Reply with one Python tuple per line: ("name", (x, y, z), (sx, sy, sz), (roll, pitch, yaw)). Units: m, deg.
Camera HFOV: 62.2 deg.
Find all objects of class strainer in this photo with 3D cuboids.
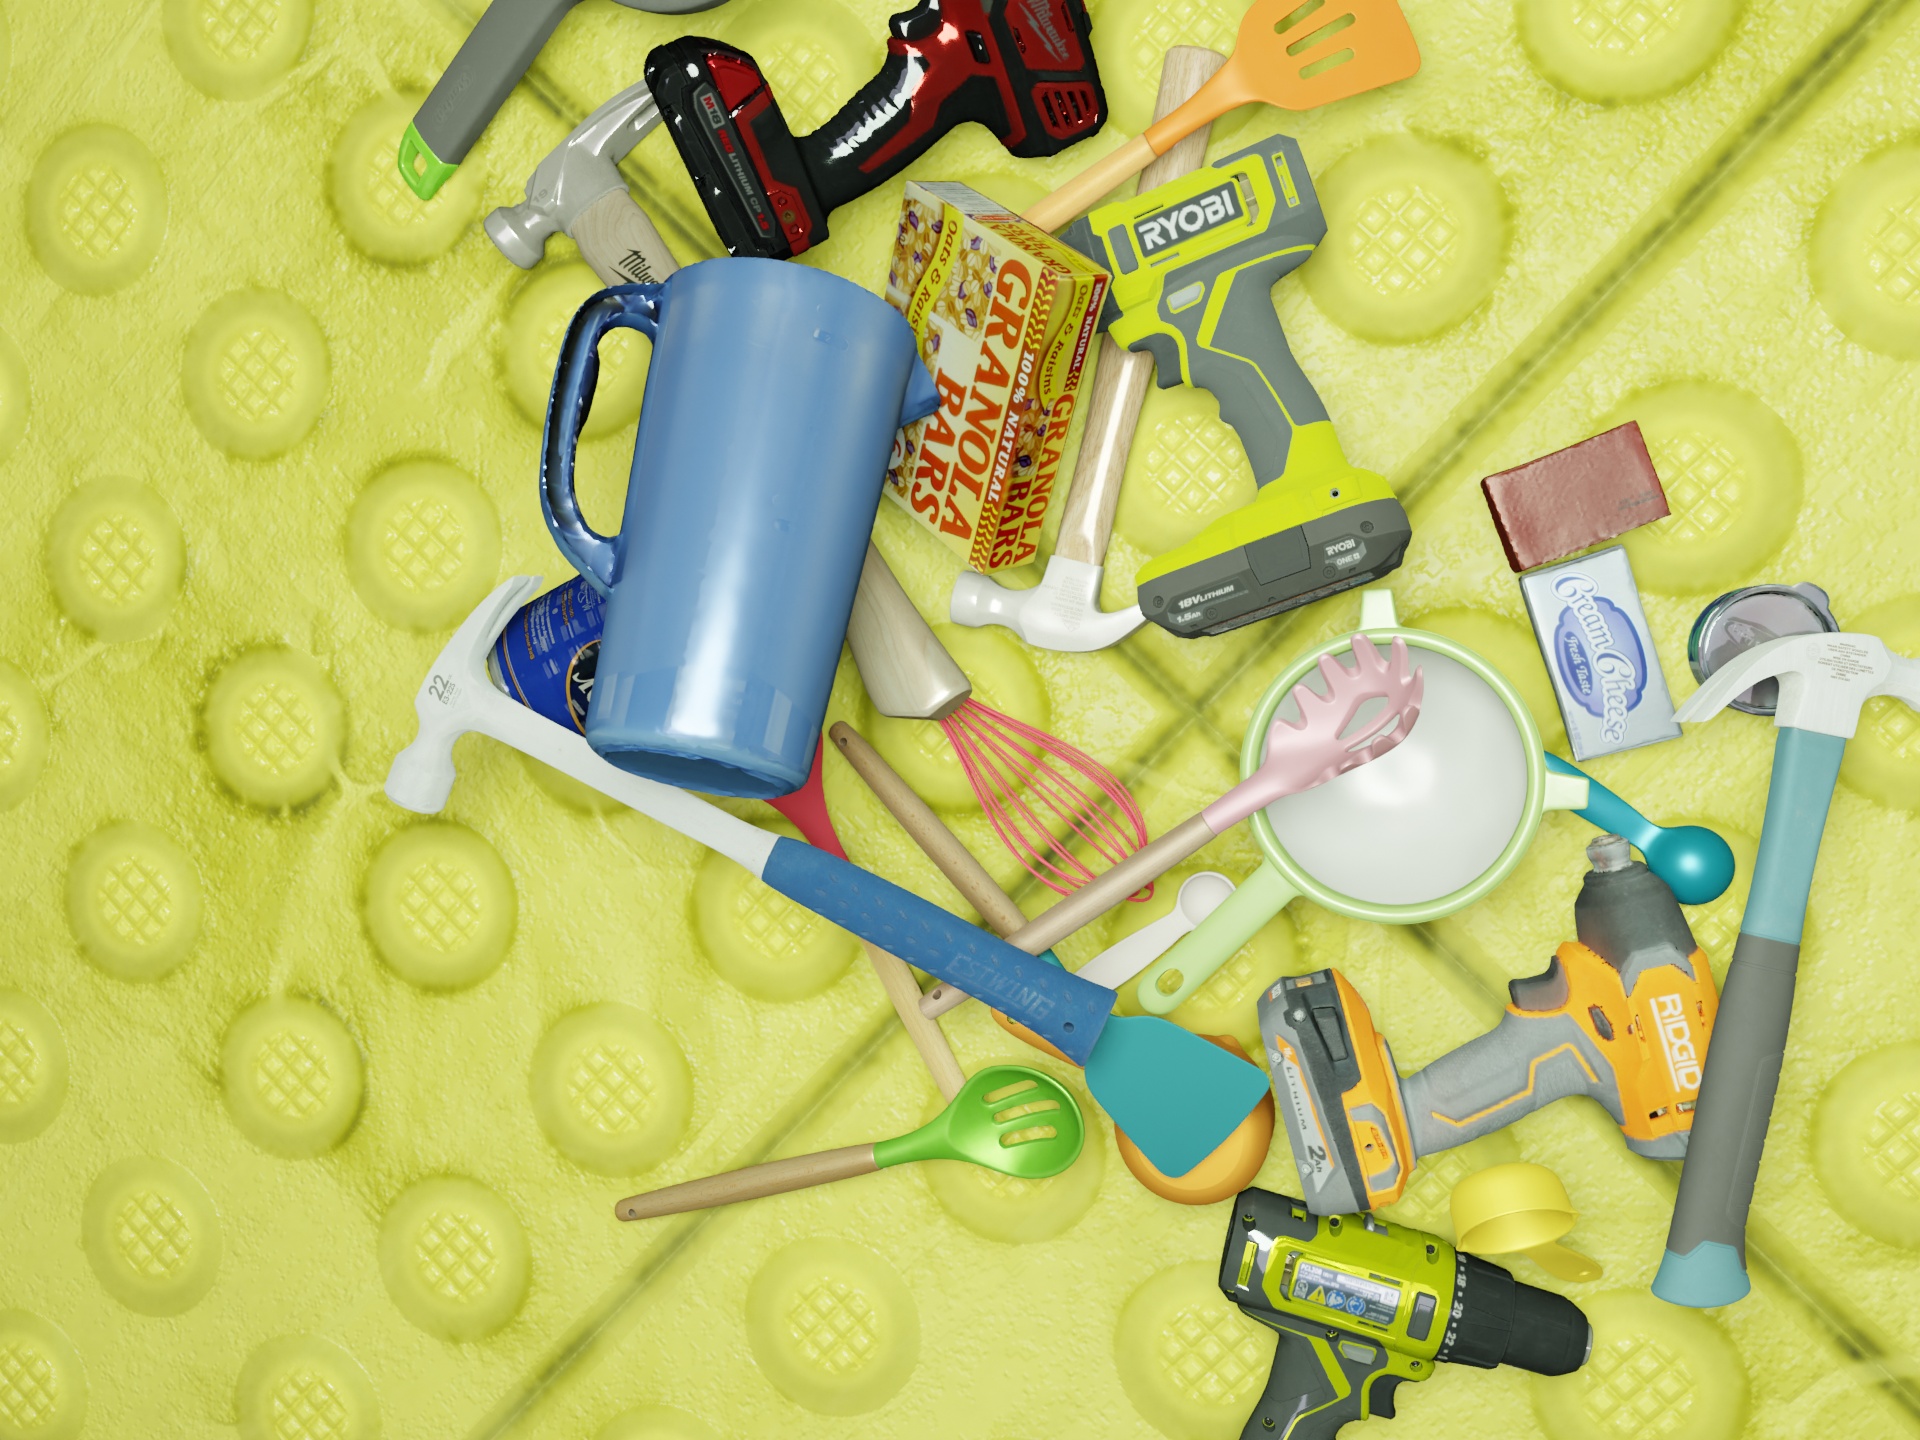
("strainer", (0.192, 0.064, 0.846), (0.151, 0.069, 0.256), (47, 108, 13))

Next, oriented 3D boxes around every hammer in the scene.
("hammer", (-0.112, -0.177, 0.894), (0.146, 0.038, 0.411), (-38, 77, 12))
("hammer", (-0.106, 0.062, 0.830), (0.405, 0.035, 0.144), (26, 100, 9))
("hammer", (0.094, -0.198, 0.871), (0.130, 0.031, 0.331), (15, 96, 13))
("hammer", (0.387, 0.118, 0.763), (0.128, 0.033, 0.331), (12, 89, -2))

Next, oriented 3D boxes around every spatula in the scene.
("spatula", (0.030, 0.111, 0.878), (0.318, 0.044, 0.082), (47, 112, 24))
("spatula", (0.082, -0.289, 0.842), (0.322, 0.041, 0.081), (-29, 94, 21))

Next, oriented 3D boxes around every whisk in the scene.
("whisk", (-0.001, -0.003, 0.894), (0.296, 0.073, 0.073), (44, 102, 13))

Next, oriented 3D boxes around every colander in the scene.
("colander", (-0.191, -0.446, 0.907), (0.397, 0.094, 0.204), (-39, 84, 31))

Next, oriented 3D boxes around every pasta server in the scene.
("pasta server", (0.101, 0.064, 0.811), (0.316, 0.040, 0.060), (-35, 48, 15))

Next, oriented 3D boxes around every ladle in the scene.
("ladle", (-0.058, 0.112, 0.929), (0.069, 0.031, 0.315), (-29, 88, 22))

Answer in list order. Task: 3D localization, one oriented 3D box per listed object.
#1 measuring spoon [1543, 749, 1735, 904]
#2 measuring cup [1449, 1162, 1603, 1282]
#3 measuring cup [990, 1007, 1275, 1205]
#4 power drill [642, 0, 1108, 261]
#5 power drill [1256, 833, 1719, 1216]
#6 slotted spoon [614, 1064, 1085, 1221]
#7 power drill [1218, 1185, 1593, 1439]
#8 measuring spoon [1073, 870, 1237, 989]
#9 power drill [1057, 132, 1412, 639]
("measuring spoon", (0.345, 0.052, 0.829), (0.128, 0.021, 0.042), (34, 100, 8))
("measuring cup", (0.294, 0.258, 0.807), (0.062, 0.156, 0.029), (-27, 50, 23))
("measuring cup", (0.091, 0.204, 0.883), (0.173, 0.052, 0.095), (26, 99, 9))
("power drill", (-0.048, -0.353, 0.817), (0.226, 0.080, 0.187), (-26, 122, -2))
("power drill", (0.274, 0.159, 0.826), (0.226, 0.084, 0.164), (-15, 89, 9))
("slotted spoon", (-0.071, 0.257, 0.929), (0.314, 0.031, 0.070), (-18, 97, 20))
("power drill", (0.218, 0.382, 0.853), (0.190, 0.080, 0.228), (14, 94, 10))
("measuring spoon", (0.105, 0.125, 0.899), (0.124, 0.018, 0.034), (-38, 89, 19))
("power drill", (0.124, -0.161, 0.813), (0.171, 0.080, 0.223), (-19, 85, 19))
